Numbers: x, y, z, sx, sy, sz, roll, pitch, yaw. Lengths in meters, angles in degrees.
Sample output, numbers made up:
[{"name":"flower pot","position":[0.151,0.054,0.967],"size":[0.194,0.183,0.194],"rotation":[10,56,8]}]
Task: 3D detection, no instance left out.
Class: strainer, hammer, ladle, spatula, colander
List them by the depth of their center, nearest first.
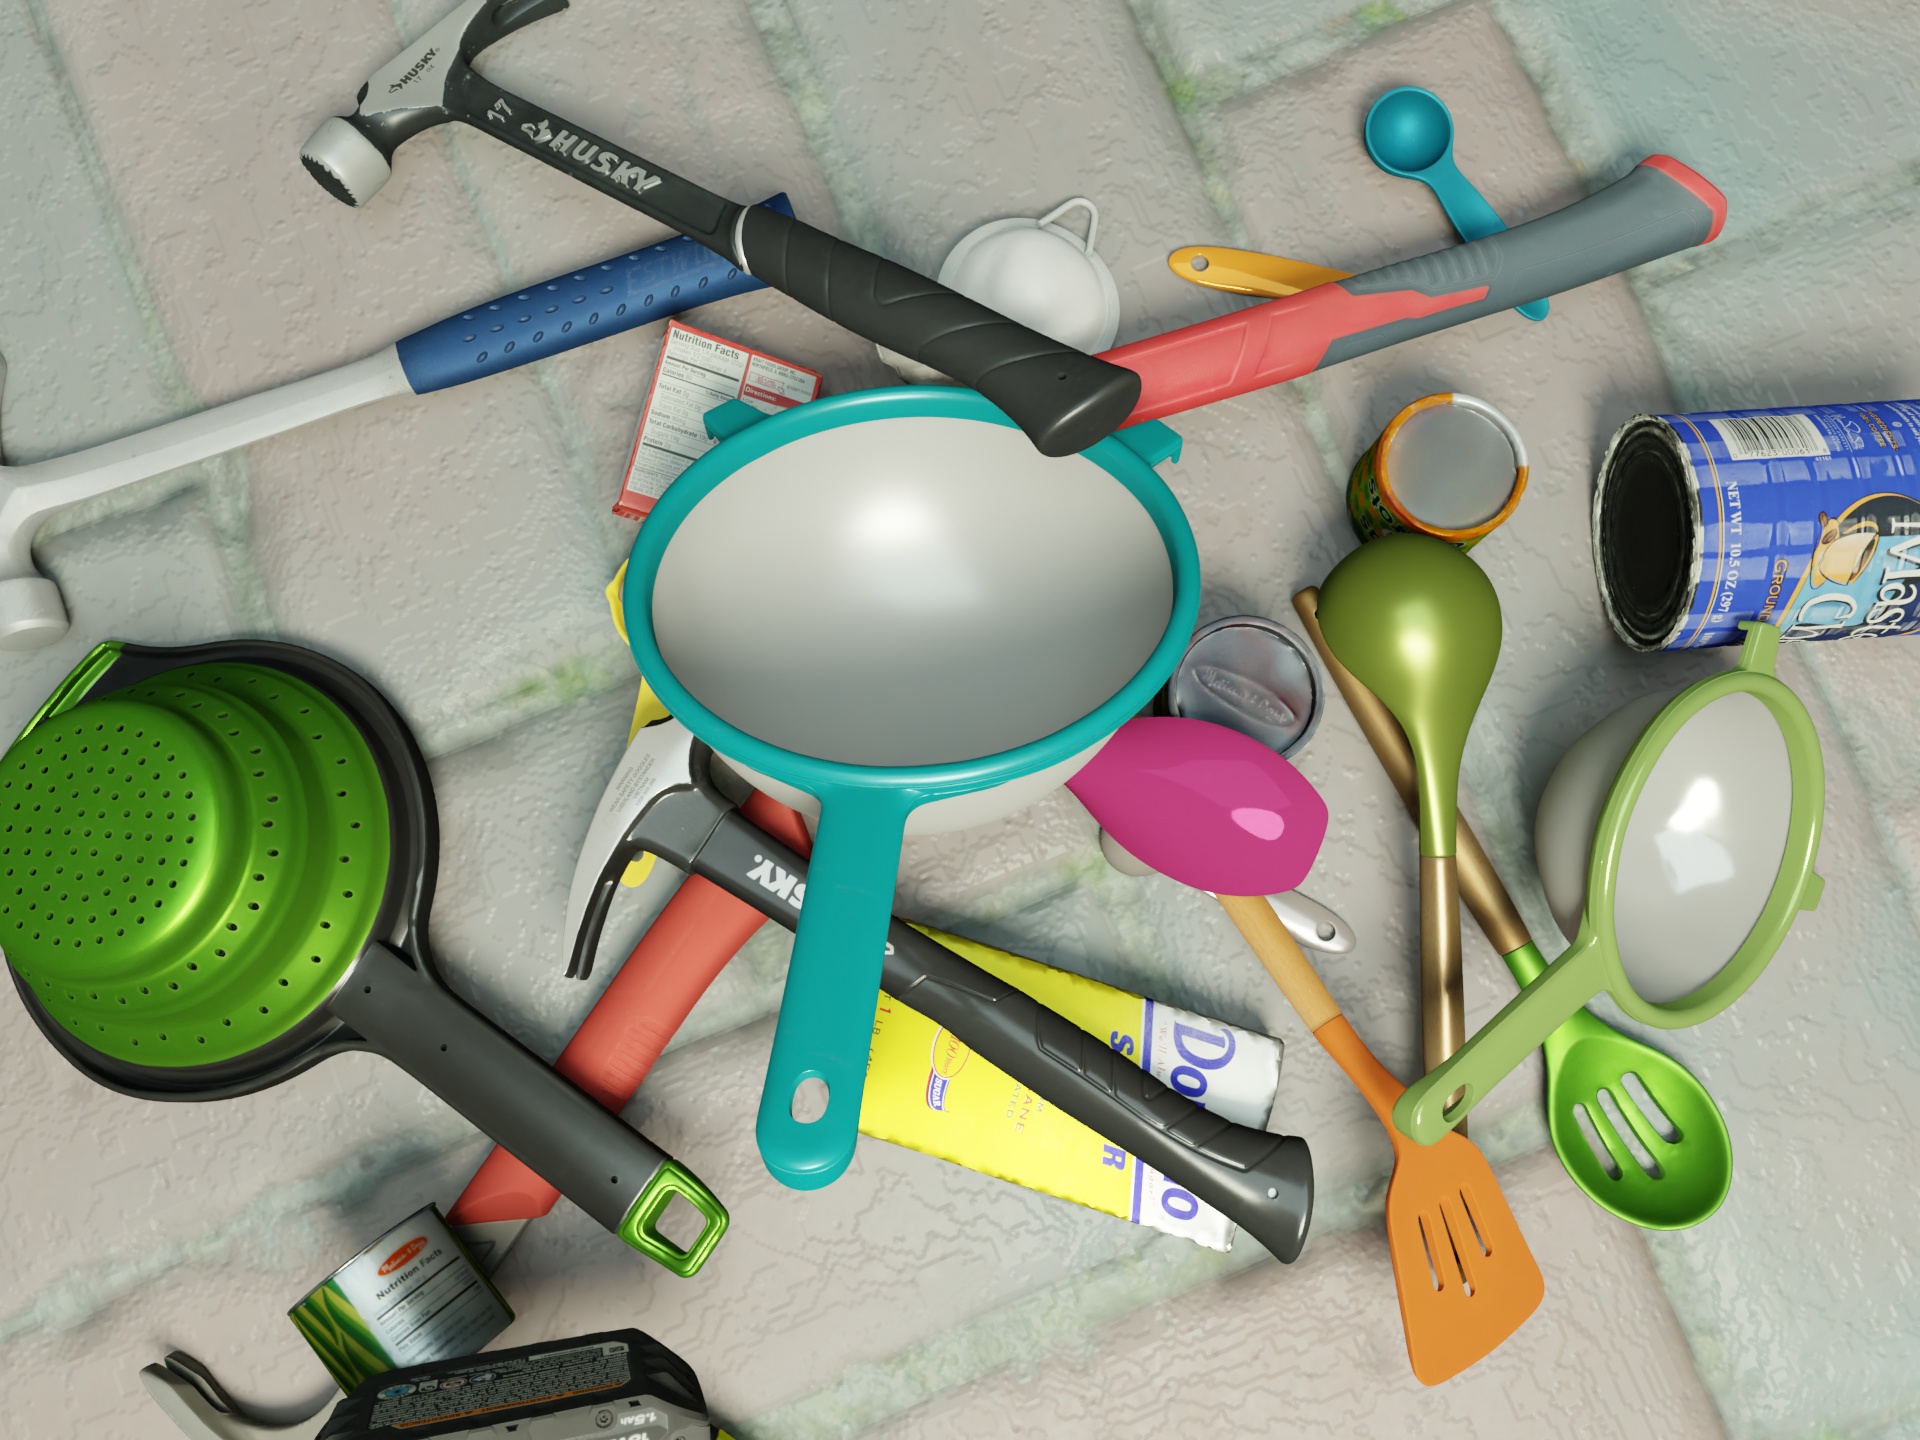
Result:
[{"name":"strainer","position":[-0.024,0.019,0.572],"size":[0.211,0.095,0.341],"rotation":[4,50,5]},{"name":"colander","position":[-0.264,0.097,0.640],"size":[0.397,0.094,0.204],"rotation":[33,83,13]},{"name":"hammer","position":[-0.007,0.115,0.644],"size":[0.335,0.035,0.146],"rotation":[32,81,8]},{"name":"strainer","position":[0.250,0.077,0.652],"size":[0.256,0.069,0.151],"rotation":[-36,118,-20]},{"name":"spatula","position":[0.135,0.110,0.668],"size":[0.081,0.041,0.323],"rotation":[-18,65,-33]},{"name":"ladle","position":[0.198,0.081,0.677],"size":[0.078,0.062,0.320],"rotation":[-5,96,-13]},{"name":"hammer","position":[-0.100,-0.215,0.677],"size":[0.409,0.036,0.149],"rotation":[31,75,22]},{"name":"hammer","position":[-0.185,0.176,0.685],"size":[0.149,0.036,0.359],"rotation":[34,84,5]},{"name":"hammer","position":[0.164,-0.160,0.710],"size":[0.386,0.038,0.143],"rotation":[-18,102,-7]},{"name":"strainer","position":[-0.001,-0.135,0.725],"size":[0.087,0.050,0.258],"rotation":[29,87,0]},{"name":"hammer","position":[-0.267,-0.164,0.732],"size":[0.405,0.035,0.144],"rotation":[-19,83,-2]}]

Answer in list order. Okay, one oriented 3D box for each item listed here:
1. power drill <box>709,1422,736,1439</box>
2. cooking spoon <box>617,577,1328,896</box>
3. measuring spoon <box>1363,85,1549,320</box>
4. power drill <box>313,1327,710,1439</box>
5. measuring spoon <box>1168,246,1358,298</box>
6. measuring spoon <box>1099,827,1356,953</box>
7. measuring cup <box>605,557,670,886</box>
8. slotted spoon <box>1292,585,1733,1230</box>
[{"name":"power drill","position":[-0.145,0.398,0.636],"size":[0.171,0.080,0.223],"rotation":[34,80,4]},{"name":"cooking spoon","position":[-0.001,-0.002,0.673],"size":[0.319,0.017,0.068],"rotation":[21,102,9]},{"name":"measuring spoon","position":[0.234,-0.239,0.750],"size":[0.042,0.021,0.128],"rotation":[-37,93,-4]},{"name":"power drill","position":[-0.135,0.346,0.561],"size":[0.190,0.080,0.228],"rotation":[-5,88,-15]},{"name":"measuring spoon","position":[0.156,-0.208,0.745],"size":[0.117,0.011,0.021],"rotation":[9,82,2]},{"name":"measuring spoon","position":[0.120,0.072,0.704],"size":[0.124,0.018,0.034],"rotation":[26,83,3]},{"name":"measuring cup","position":[-0.134,-0.003,0.714],"size":[0.062,0.029,0.156],"rotation":[8,85,2]},{"name":"slotted spoon","position":[0.232,0.076,0.699],"size":[0.070,0.031,0.314],"rotation":[-29,81,-3]}]
